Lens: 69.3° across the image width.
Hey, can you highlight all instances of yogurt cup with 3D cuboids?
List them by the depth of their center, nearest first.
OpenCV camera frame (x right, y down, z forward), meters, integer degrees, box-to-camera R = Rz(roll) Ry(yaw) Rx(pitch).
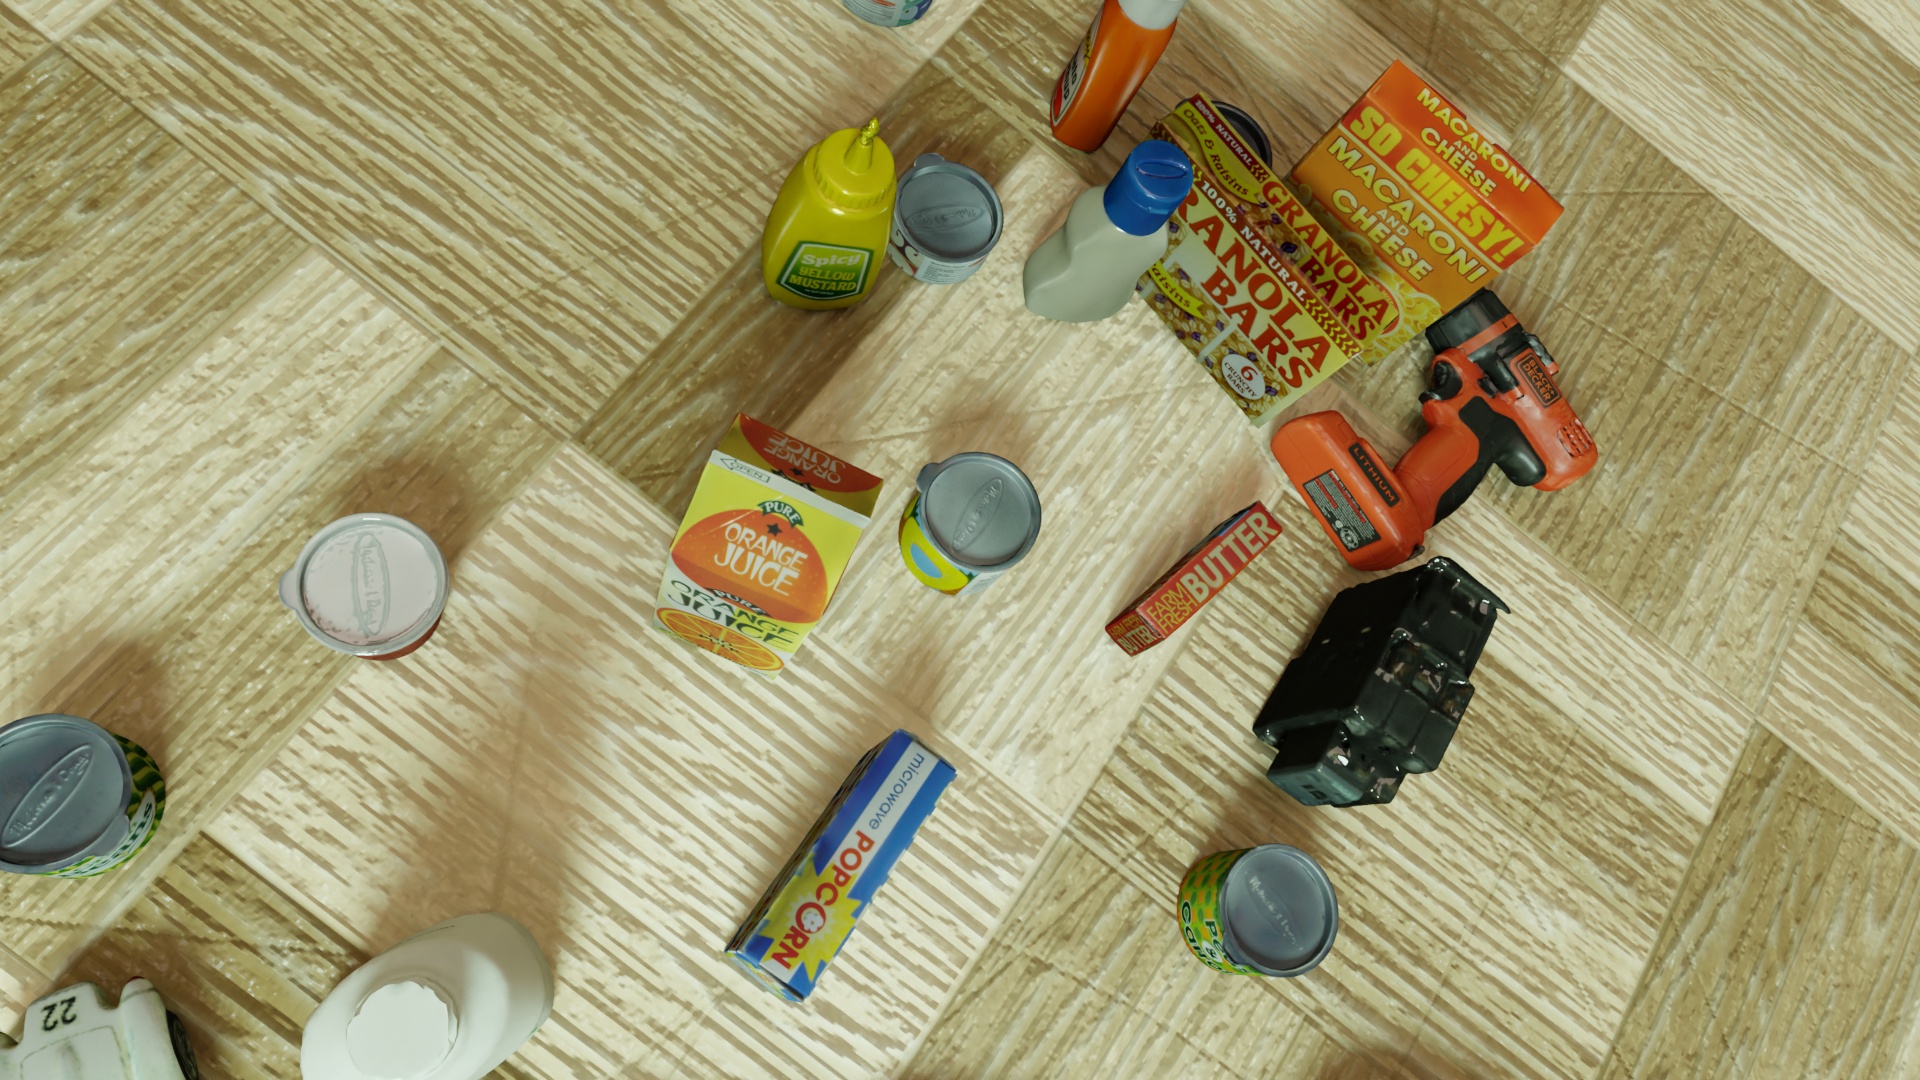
[{"bbox_3d":[-0.277,0.026,0.660,0.072,0.053,0.072,4,73,-14],"label":"yogurt cup"}]

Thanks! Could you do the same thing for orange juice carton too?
[{"bbox_3d":[-0.091,0.003,0.645,0.072,0.192,0.073,25,69,-7],"label":"orange juice carton"}]

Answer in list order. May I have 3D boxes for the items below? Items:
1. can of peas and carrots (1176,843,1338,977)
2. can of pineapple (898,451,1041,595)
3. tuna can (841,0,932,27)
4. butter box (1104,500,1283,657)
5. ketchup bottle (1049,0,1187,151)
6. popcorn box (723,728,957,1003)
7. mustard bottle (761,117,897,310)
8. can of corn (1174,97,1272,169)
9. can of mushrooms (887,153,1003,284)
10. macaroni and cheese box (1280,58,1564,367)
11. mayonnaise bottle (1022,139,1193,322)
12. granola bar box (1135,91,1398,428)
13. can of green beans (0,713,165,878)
[{"bbox_3d":[0.153,0.196,0.727,0.071,0.058,0.071,4,73,-14],"label":"can of peas and carrots"},{"bbox_3d":[0.003,-0.009,0.747,0.071,0.057,0.071,4,73,-14],"label":"can of pineapple"},{"bbox_3d":[-0.043,-0.354,0.852,0.071,0.032,0.071,4,73,-14],"label":"tuna can"},{"bbox_3d":[0.130,0.022,0.776,0.104,0.053,0.024,-39,87,-22],"label":"butter box"},{"bbox_3d":[0.096,-0.291,0.810,0.043,0.148,0.065,17,70,-10],"label":"ketchup bottle"},{"bbox_3d":[-0.058,0.155,0.666,0.038,0.085,0.127,37,68,-3],"label":"popcorn box"},{"bbox_3d":[-0.065,-0.171,0.722,0.065,0.159,0.049,3,74,-15],"label":"mustard bottle"},{"bbox_3d":[0.147,-0.228,0.854,0.071,0.058,0.071,4,73,-14],"label":"can of corn"},{"bbox_3d":[-0.011,-0.187,0.810,0.071,0.033,0.071,4,73,-14],"label":"can of mushrooms"},{"bbox_3d":[0.247,-0.185,0.811,0.124,0.166,0.040,42,68,-1],"label":"macaroni and cheese box"},{"bbox_3d":[0.083,-0.168,0.769,0.065,0.147,0.041,1,74,-15],"label":"mayonnaise bottle"},{"bbox_3d":[0.156,-0.157,0.799,0.039,0.124,0.165,-40,87,-22],"label":"granola bar box"},{"bbox_3d":[-0.388,0.112,0.601,0.071,0.057,0.071,4,73,-14],"label":"can of green beans"}]
